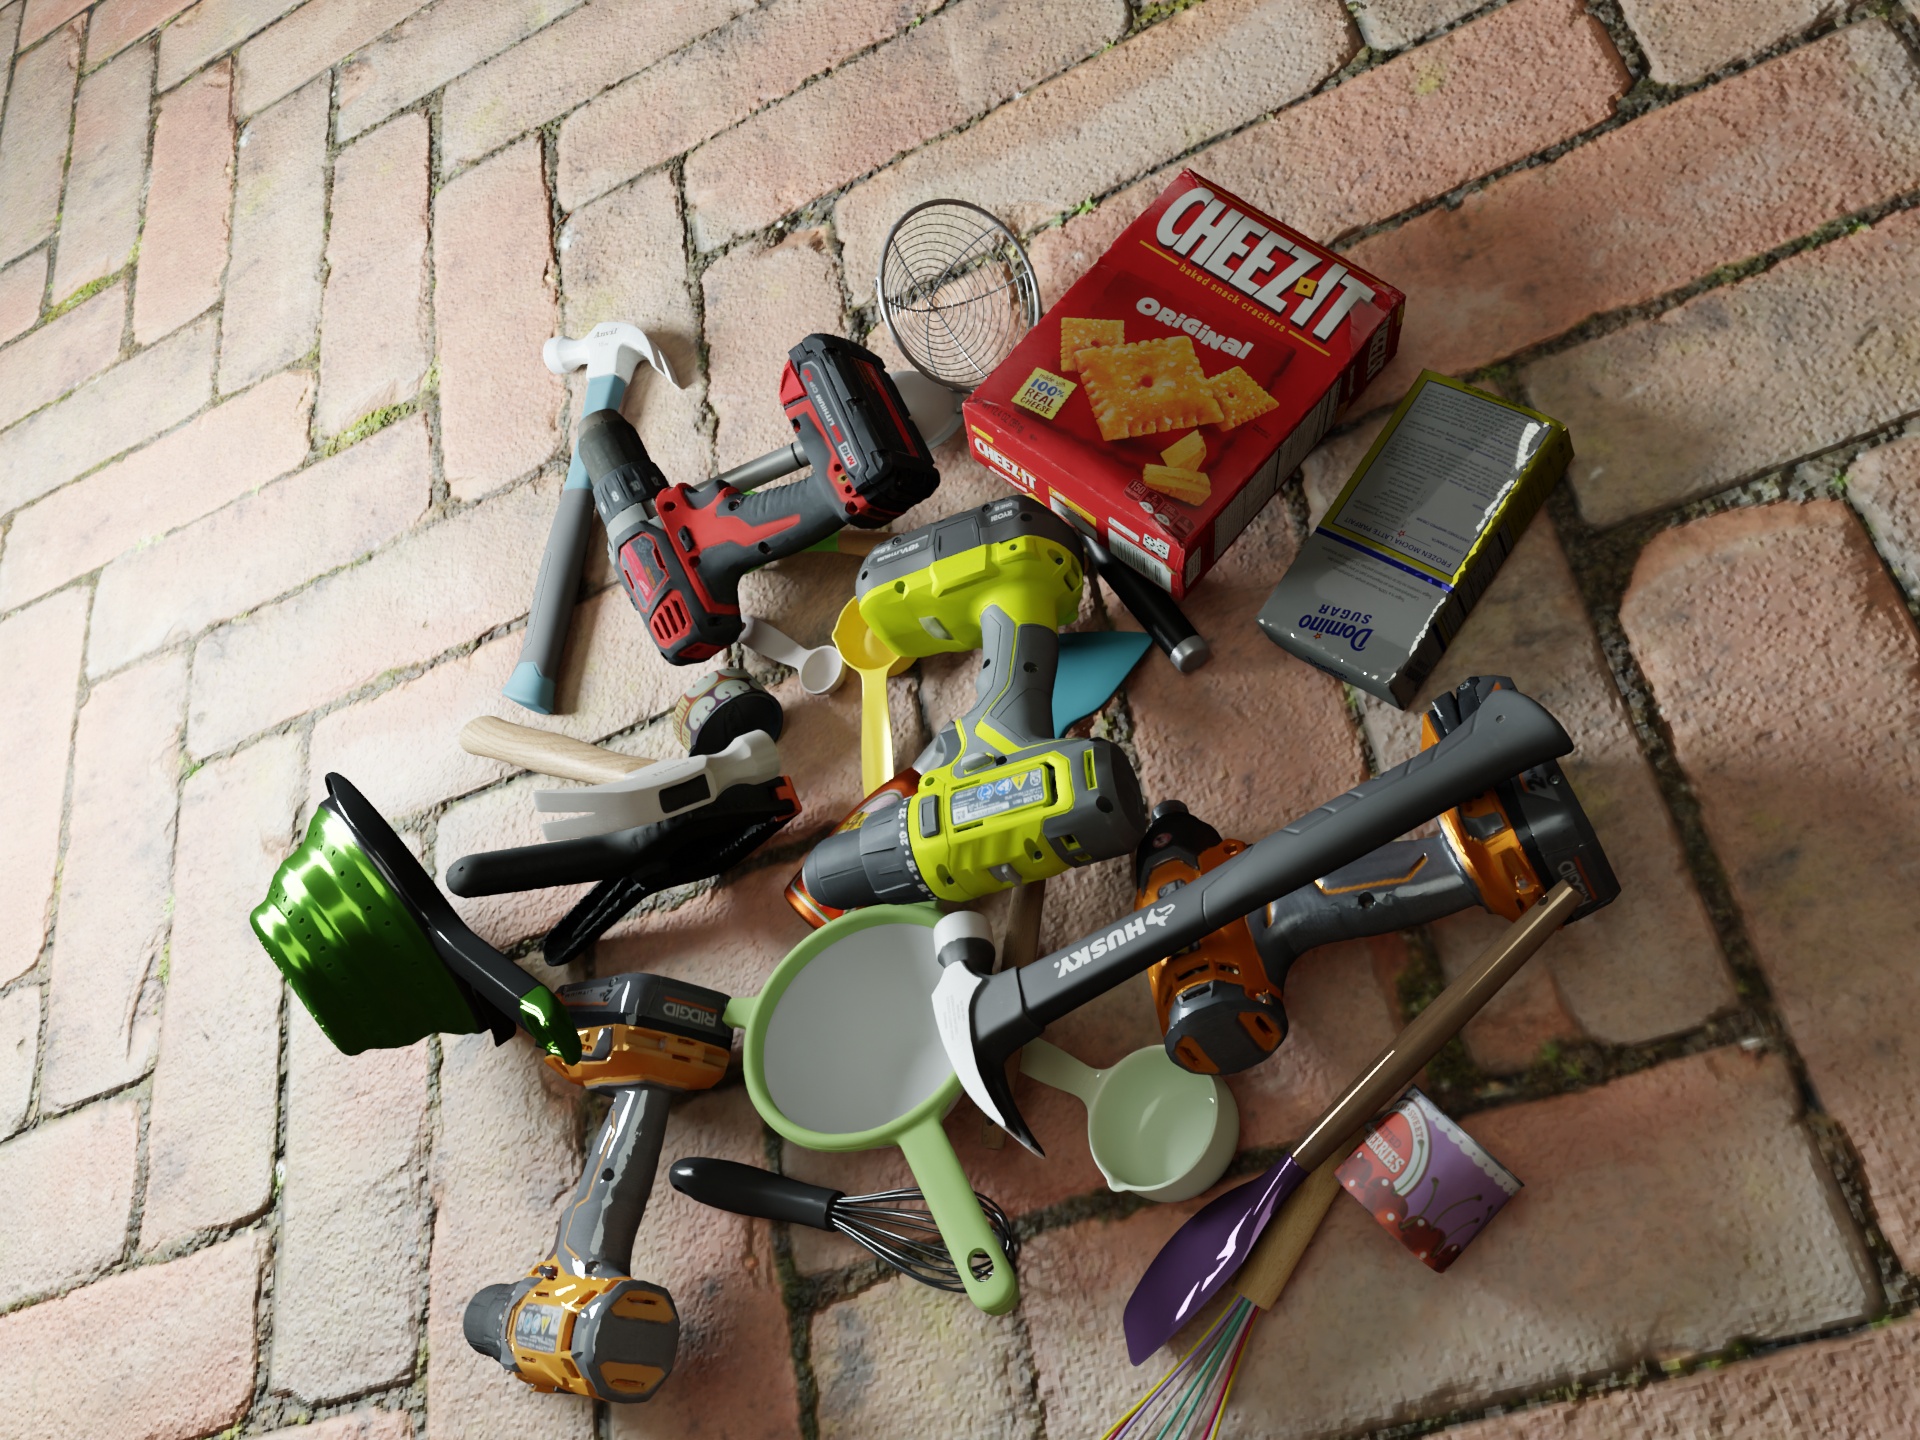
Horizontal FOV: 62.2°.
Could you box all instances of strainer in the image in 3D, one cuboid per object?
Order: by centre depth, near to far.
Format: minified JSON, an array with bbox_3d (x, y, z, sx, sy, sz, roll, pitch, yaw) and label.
[{"bbox_3d":[-0.020,0.214,0.854,0.151,0.069,0.257,-32,46,-1],"label":"strainer"},{"bbox_3d":[-0.102,-0.188,1.096,0.258,0.050,0.087,-21,45,12],"label":"strainer"}]

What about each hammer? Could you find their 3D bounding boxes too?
[{"bbox_3d":[0.131,0.085,0.758,0.335,0.035,0.146,-31,37,17],"label":"hammer"},{"bbox_3d":[-0.254,0.026,1.029,0.331,0.130,0.031,8,114,53],"label":"hammer"},{"bbox_3d":[-0.293,-0.160,1.209,0.128,0.033,0.331,-4,66,28],"label":"hammer"}]

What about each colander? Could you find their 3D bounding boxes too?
[{"bbox_3d":[-0.330,0.151,0.930,0.094,0.204,0.397,-36,25,-25],"label":"colander"}]

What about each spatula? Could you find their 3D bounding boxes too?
[{"bbox_3d":[0.179,0.191,0.758,0.316,0.018,0.060,-50,14,16],"label":"spatula"},{"bbox_3d":[0.047,0.085,0.912,0.082,0.044,0.318,0,69,28],"label":"spatula"}]

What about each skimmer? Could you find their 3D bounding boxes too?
[{"bbox_3d":[0.060,-0.187,0.999,0.364,0.127,0.090,57,143,30],"label":"skimmer"}]

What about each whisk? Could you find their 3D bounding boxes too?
[{"bbox_3d":[0.126,0.298,0.772,0.047,0.051,0.245,26,78,40],"label":"whisk"},{"bbox_3d":[-0.072,0.273,0.885,0.239,0.055,0.055,2,69,32],"label":"whisk"}]

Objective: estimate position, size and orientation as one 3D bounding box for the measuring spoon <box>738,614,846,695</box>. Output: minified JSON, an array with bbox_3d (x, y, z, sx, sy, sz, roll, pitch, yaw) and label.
[{"bbox_3d":[-0.118,-0.047,1.079,0.124,0.018,0.034,28,85,41],"label":"measuring spoon"}]

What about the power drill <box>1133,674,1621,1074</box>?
[{"bbox_3d":[0.193,0.068,0.809,0.226,0.084,0.164,-27,39,16],"label":"power drill"}]

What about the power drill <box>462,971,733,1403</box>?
[{"bbox_3d":[-0.219,0.272,0.930,0.185,0.084,0.226,-18,57,47],"label":"power drill"}]

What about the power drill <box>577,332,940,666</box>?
[{"bbox_3d":[-0.147,-0.165,1.053,0.226,0.080,0.188,-31,79,22],"label":"power drill"}]

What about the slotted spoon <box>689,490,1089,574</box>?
[{"bbox_3d":[-0.058,-0.116,1.069,0.314,0.031,0.070,8,70,28],"label":"slotted spoon"}]

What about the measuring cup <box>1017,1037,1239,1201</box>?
[{"bbox_3d":[0.079,0.201,0.851,0.168,0.038,0.083,15,72,50],"label":"measuring cup"}]

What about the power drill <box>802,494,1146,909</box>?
[{"bbox_3d":[-0.001,-0.003,0.906,0.190,0.080,0.229,-17,53,20],"label":"power drill"}]

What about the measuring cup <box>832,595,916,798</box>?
[{"bbox_3d":[-0.048,-0.008,1.020,0.062,0.029,0.157,-8,76,24],"label":"measuring cup"}]
